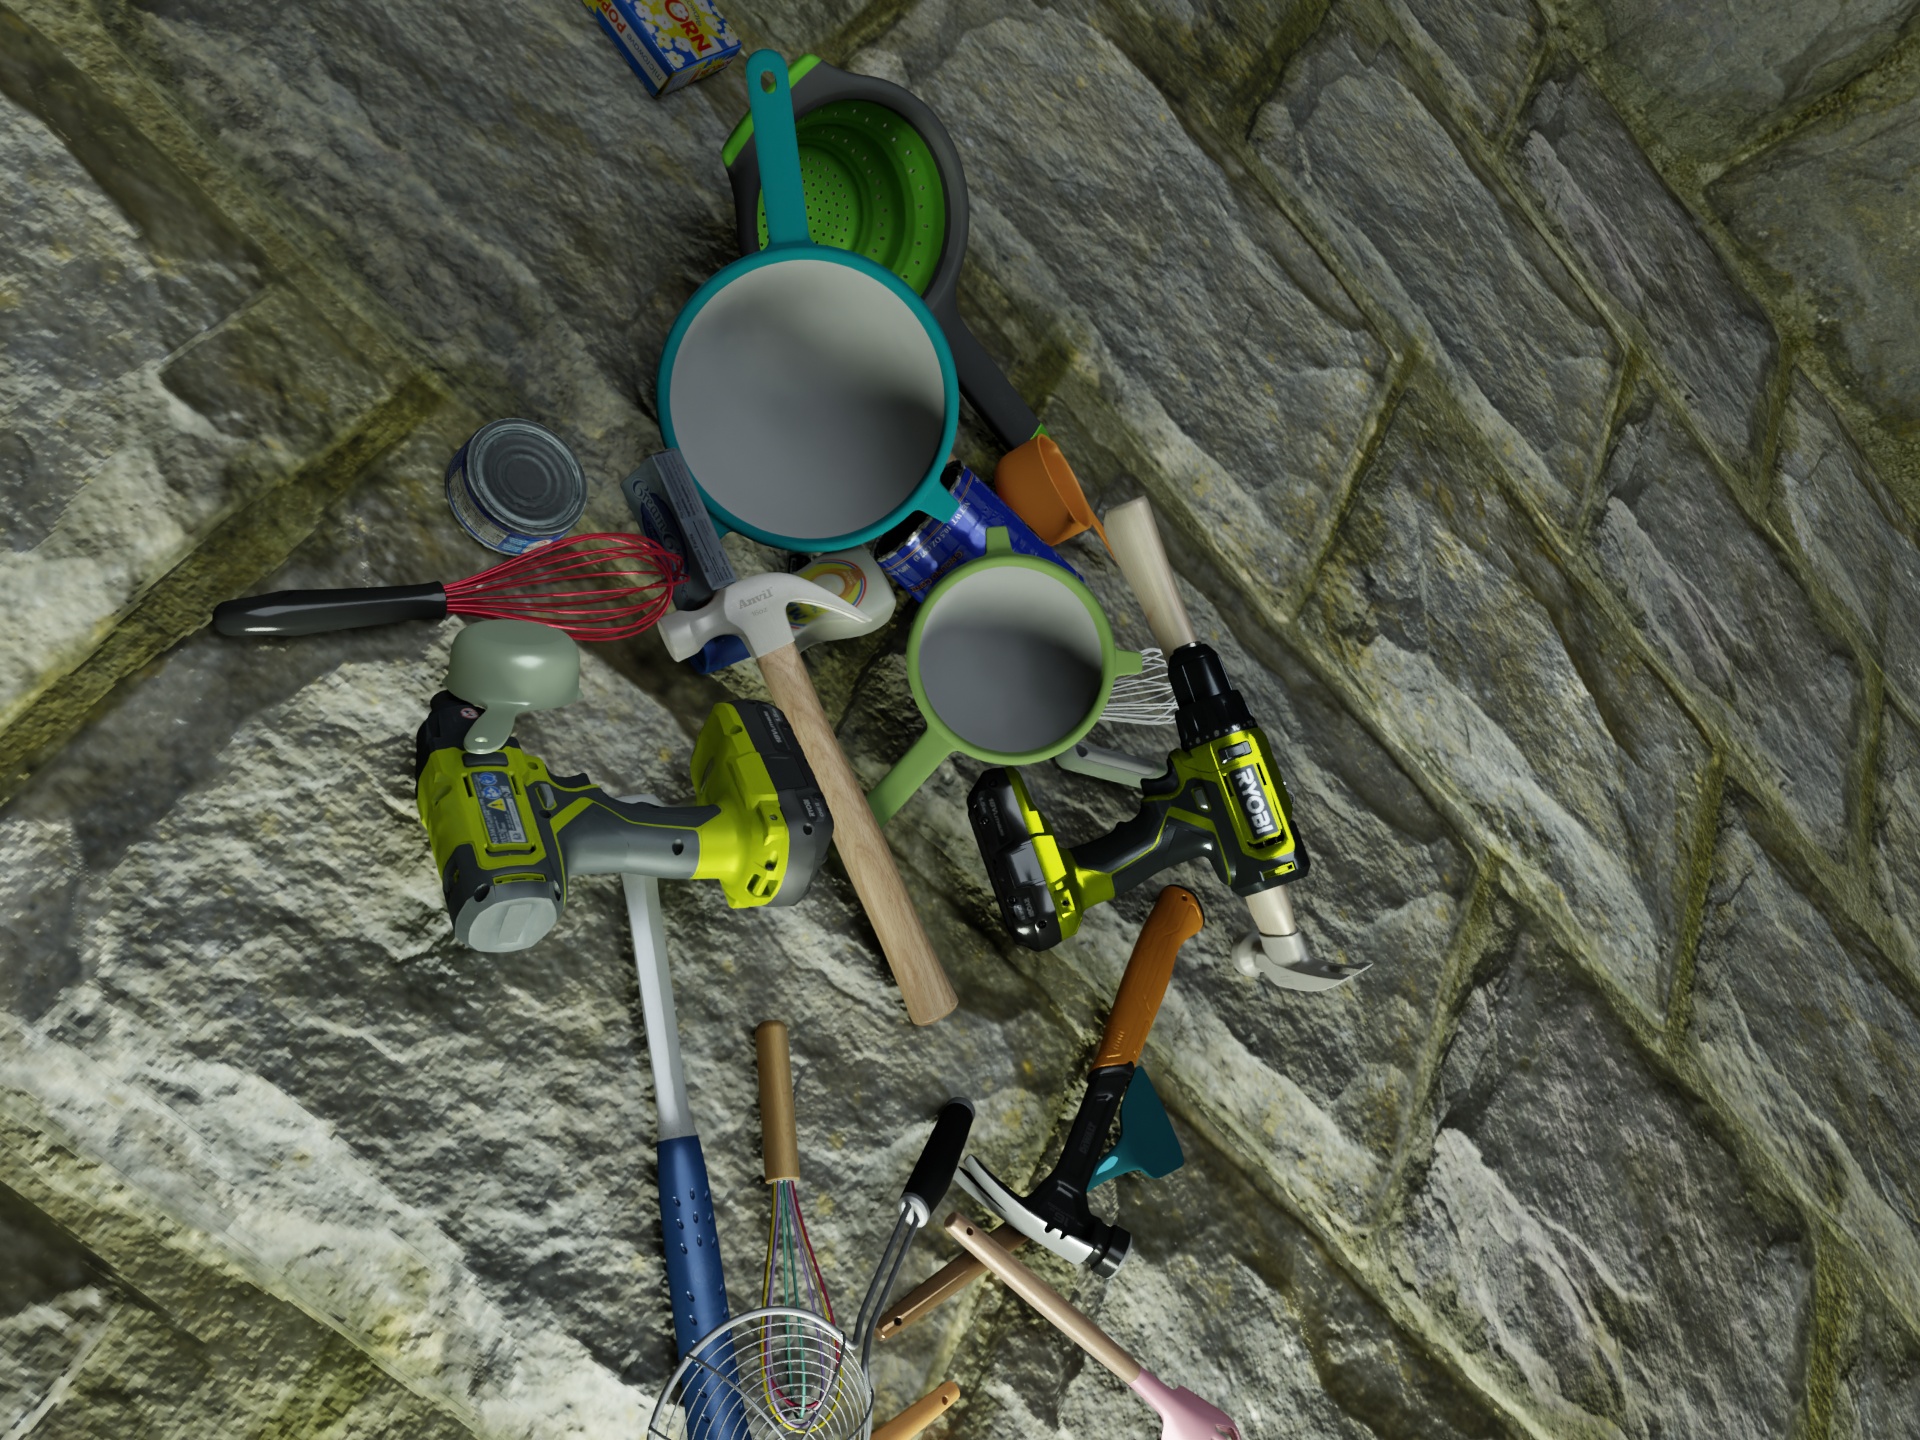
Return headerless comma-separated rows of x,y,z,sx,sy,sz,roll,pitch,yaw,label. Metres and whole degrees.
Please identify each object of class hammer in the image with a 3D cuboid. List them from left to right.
-0.177,0.241,0.956,0.144,0.035,0.406,1,71,-40,hammer
-0.078,0.055,1.081,0.130,0.031,0.331,-27,101,-16,hammer
0.111,0.239,1.177,0.127,0.034,0.337,31,44,1,hammer
0.206,0.020,1.253,0.038,0.146,0.410,-24,97,-23,hammer

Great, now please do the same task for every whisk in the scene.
-0.301,-0.075,0.978,0.295,0.073,0.073,-10,78,-37,whisk
-0.105,0.307,0.984,0.047,0.051,0.245,-6,66,-5,whisk
0.090,-0.016,1.281,0.284,0.070,0.070,-10,78,-37,whisk
0.181,0.051,1.330,0.246,0.059,0.058,15,51,-30,whisk

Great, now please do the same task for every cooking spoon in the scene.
-0.018,-0.211,1.254,0.318,0.017,0.069,47,25,-30,cooking spoon

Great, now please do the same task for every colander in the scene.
-0.056,-0.342,1.276,0.204,0.095,0.396,-52,129,-9,colander

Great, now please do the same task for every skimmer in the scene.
-0.069,0.332,0.943,0.127,0.090,0.363,65,20,-10,skimmer

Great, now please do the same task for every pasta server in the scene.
0.095,0.432,1.089,0.316,0.040,0.060,45,49,-18,pasta server

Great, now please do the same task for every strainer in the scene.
-0.118,-0.291,1.136,0.211,0.095,0.340,-8,98,-6,strainer
-0.002,-0.004,1.149,0.151,0.069,0.256,42,85,-4,strainer

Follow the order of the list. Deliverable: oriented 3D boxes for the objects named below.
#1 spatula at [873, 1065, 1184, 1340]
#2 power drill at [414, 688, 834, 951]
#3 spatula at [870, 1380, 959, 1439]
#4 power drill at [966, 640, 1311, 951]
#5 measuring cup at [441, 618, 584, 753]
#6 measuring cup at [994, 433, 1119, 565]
0.056,0.344,1.116,0.317,0.044,0.082,-23,87,-38,spatula
-0.203,0.047,0.942,0.223,0.080,0.171,0,46,-34,power drill
-0.109,0.468,0.911,0.322,0.041,0.081,-19,83,-44,spatula
0.125,0.059,1.173,0.228,0.080,0.191,-19,82,-5,power drill
-0.258,-0.022,0.899,0.083,0.168,0.038,6,106,-9,measuring cup
0.086,-0.166,1.346,0.173,0.052,0.095,46,26,-45,measuring cup
